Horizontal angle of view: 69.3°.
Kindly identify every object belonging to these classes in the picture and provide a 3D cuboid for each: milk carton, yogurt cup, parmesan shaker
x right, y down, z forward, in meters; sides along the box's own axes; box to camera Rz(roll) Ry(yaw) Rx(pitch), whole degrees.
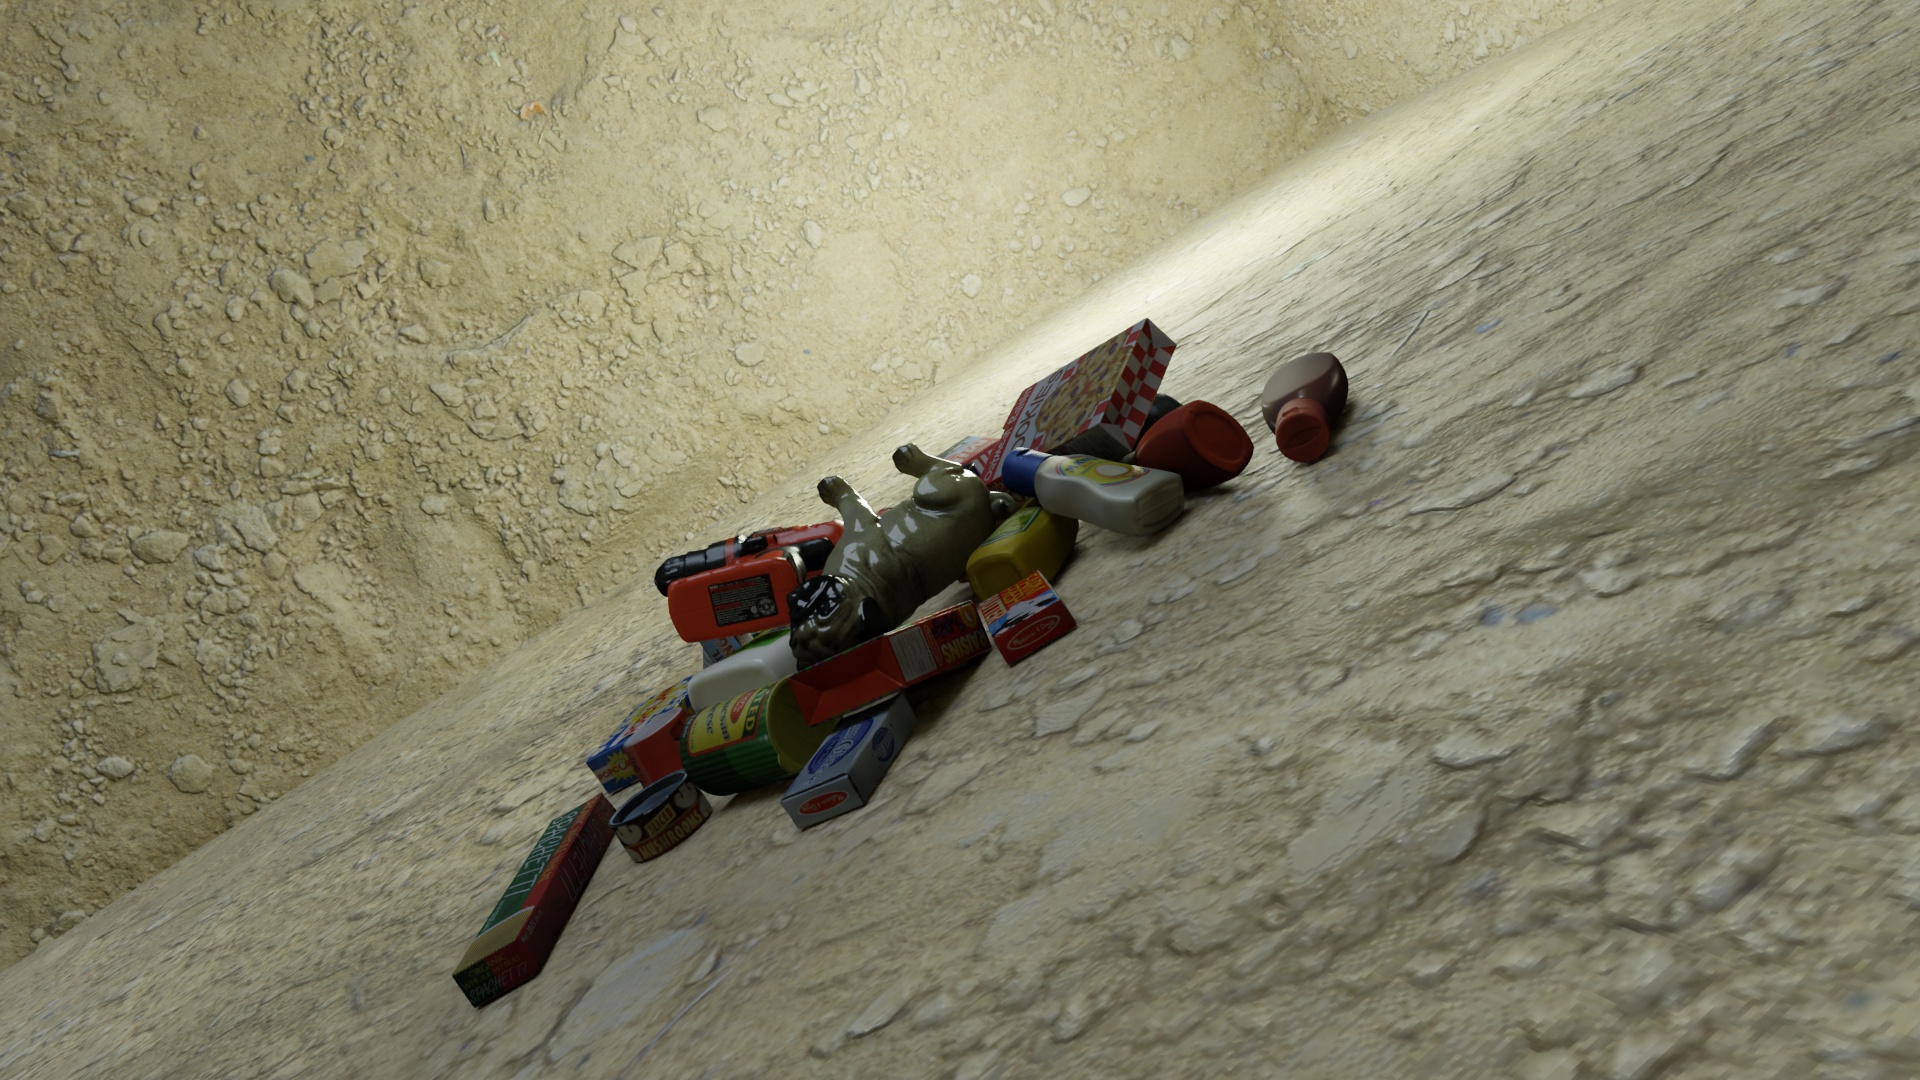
[{"bbox_3d":[0.018,-0.055,1.384,0.072,0.073,0.190,-32,11,-7],"label":"milk carton"},{"bbox_3d":[-0.227,0.168,1.089,0.072,0.054,0.072,-31,10,6],"label":"yogurt cup"},{"bbox_3d":[-0.139,0.137,0.955,0.103,0.071,0.072,-23,13,40],"label":"parmesan shaker"}]

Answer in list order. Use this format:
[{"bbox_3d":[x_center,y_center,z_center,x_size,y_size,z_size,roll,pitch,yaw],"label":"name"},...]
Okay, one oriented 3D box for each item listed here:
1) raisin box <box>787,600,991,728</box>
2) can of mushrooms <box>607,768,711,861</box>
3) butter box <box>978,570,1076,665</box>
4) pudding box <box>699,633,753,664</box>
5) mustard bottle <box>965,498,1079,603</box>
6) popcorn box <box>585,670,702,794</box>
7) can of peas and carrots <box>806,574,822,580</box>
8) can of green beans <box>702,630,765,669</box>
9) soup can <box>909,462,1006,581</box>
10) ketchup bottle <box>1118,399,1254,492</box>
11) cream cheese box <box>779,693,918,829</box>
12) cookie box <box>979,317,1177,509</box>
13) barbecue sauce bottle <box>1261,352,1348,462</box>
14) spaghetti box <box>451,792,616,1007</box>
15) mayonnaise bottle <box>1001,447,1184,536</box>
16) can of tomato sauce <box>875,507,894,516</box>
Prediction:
[{"bbox_3d":[-0.046,0.082,0.939,0.086,0.040,0.124,-26,-5,29],"label":"raisin box"},{"bbox_3d":[-0.211,0.194,0.979,0.071,0.033,0.071,-29,10,6],"label":"can of mushrooms"},{"bbox_3d":[0.044,0.051,0.953,0.053,0.024,0.103,-30,11,0],"label":"butter box"},{"bbox_3d":[-0.189,0.104,1.197,0.030,0.083,0.050,-31,11,5],"label":"pudding box"},{"bbox_3d":[0.059,-0.002,1.092,0.065,0.048,0.161,-21,14,31],"label":"mustard bottle"},{"bbox_3d":[-0.269,0.169,1.245,0.085,0.038,0.127,-27,11,15],"label":"popcorn box"},{"bbox_3d":[-0.133,0.067,1.281,0.071,0.058,0.071,-30,10,6],"label":"can of peas and carrots"},{"bbox_3d":[-0.201,0.096,1.262,0.071,0.057,0.071,3,26,-1],"label":"can of green beans"},{"bbox_3d":[0.004,-0.015,1.208,0.071,0.083,0.071,-30,10,6],"label":"soup can"},{"bbox_3d":[0.162,-0.063,1.062,0.044,0.064,0.148,-53,8,-18],"label":"ketchup bottle"},{"bbox_3d":[-0.068,0.137,0.870,0.053,0.024,0.104,-25,12,25],"label":"cream cheese box"},{"bbox_3d":[0.092,-0.101,1.150,0.167,0.040,0.123,-26,31,51],"label":"cookie box"},{"bbox_3d":[0.250,-0.097,1.013,0.064,0.043,0.149,-27,12,22],"label":"barbecue sauce bottle"},{"bbox_3d":[-0.293,0.245,0.982,0.050,0.028,0.250,-29,11,4],"label":"spaghetti box"},{"bbox_3d":[0.094,-0.040,1.047,0.065,0.041,0.148,-26,30,-36],"label":"mayonnaise bottle"},{"bbox_3d":[-0.074,0.014,1.346,0.071,0.071,0.083,-26,12,28],"label":"can of tomato sauce"}]
